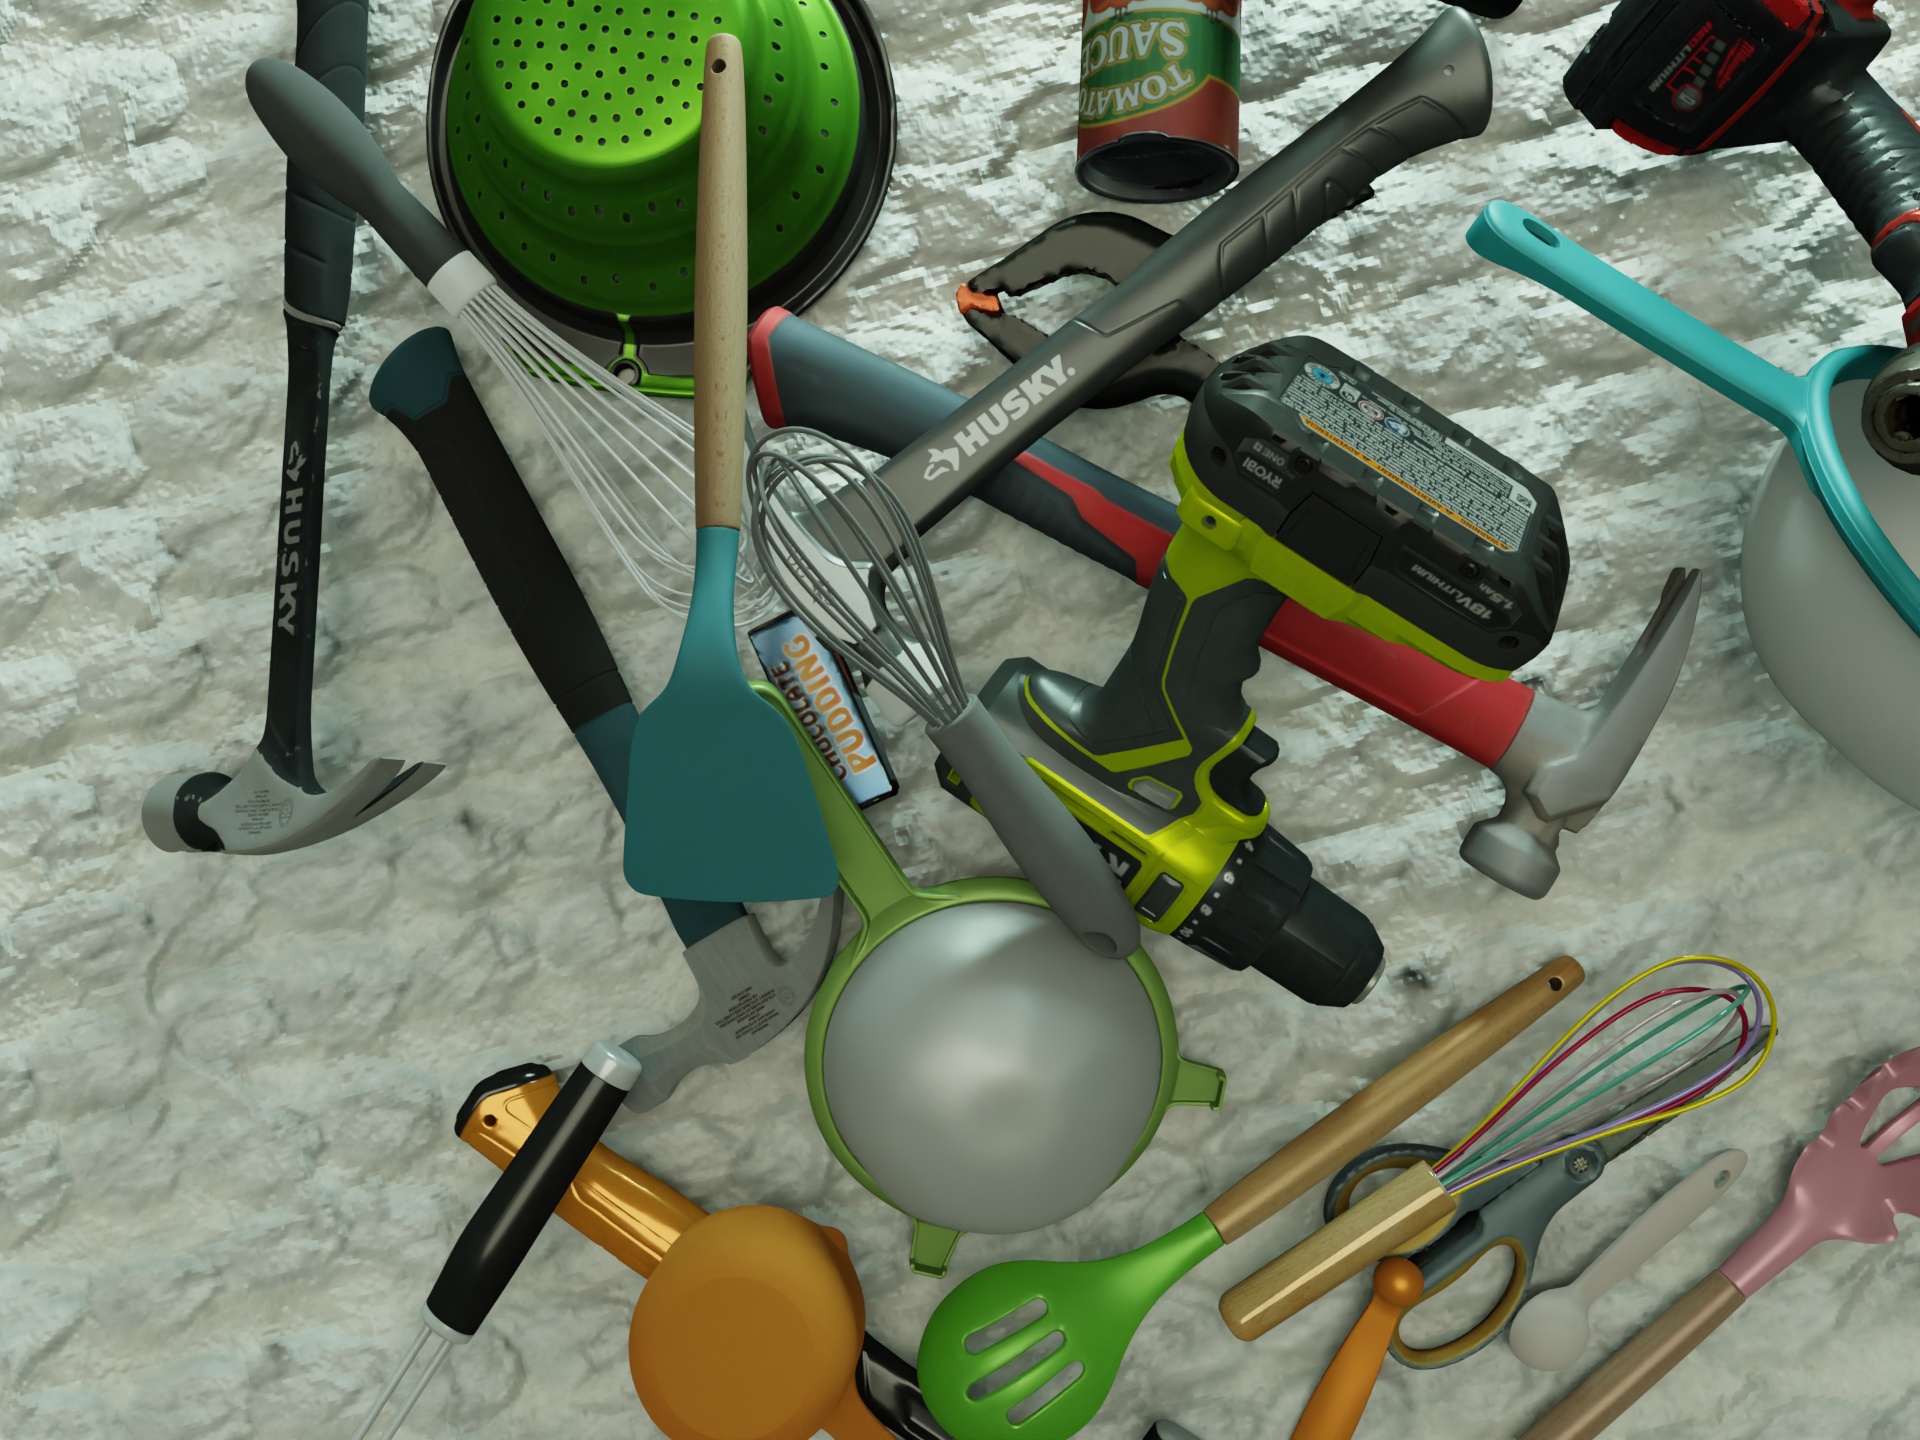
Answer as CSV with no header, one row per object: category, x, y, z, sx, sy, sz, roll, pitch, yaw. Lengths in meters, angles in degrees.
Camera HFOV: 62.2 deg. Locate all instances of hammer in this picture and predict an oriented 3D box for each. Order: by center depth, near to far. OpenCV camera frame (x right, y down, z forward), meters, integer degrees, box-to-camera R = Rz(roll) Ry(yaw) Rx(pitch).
hammer,0.061,-0.155,0.604,0.335,0.035,0.146,-38,87,2
hammer,0.094,-0.080,0.638,0.386,0.038,0.143,28,98,3
hammer,-0.067,0.255,0.645,0.337,0.034,0.127,34,88,4
hammer,-0.266,-0.150,0.655,0.149,0.036,0.409,-4,82,31
hammer,-0.157,-0.012,0.663,0.128,0.033,0.331,-29,86,2

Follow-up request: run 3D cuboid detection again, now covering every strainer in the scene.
strainer,0.313,-0.066,0.587,0.340,0.095,0.211,32,47,0
strainer,-0.014,0.097,0.602,0.151,0.069,0.256,-32,102,4

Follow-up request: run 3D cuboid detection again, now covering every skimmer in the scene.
skimmer,-0.226,0.286,0.633,0.127,0.090,0.363,32,85,12

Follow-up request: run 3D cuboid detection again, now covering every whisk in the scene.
whisk,0.000,-0.003,0.569,0.055,0.055,0.238,-36,110,1
whisk,0.206,0.170,0.615,0.245,0.051,0.047,-36,90,6
whisk,-0.174,-0.147,0.629,0.070,0.070,0.284,-44,100,0

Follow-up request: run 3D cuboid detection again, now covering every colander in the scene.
colander,-0.120,-0.338,0.646,0.204,0.094,0.397,7,88,3

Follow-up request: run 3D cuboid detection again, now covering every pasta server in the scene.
pasta server,0.286,0.241,0.627,0.316,0.040,0.060,-42,78,1

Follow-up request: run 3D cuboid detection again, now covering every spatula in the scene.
spatula,-0.087,-0.093,0.582,0.082,0.044,0.317,-1,85,10

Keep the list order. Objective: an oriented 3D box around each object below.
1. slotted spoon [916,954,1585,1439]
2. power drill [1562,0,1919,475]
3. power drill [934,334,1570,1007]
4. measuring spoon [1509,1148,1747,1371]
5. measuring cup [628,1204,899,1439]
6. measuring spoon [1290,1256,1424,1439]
slotted spoon,0.119,0.183,0.626,0.314,0.031,0.070,-33,80,-7
power drill,0.321,-0.181,0.566,0.188,0.080,0.227,-18,69,-37
power drill,0.113,-0.003,0.579,0.190,0.080,0.228,34,131,4
measuring spoon,0.271,0.216,0.633,0.124,0.018,0.034,-41,115,-2
measuring cup,-0.053,0.264,0.599,0.095,0.052,0.173,-44,84,-2
measuring spoon,0.154,0.267,0.634,0.021,0.011,0.117,25,100,16
